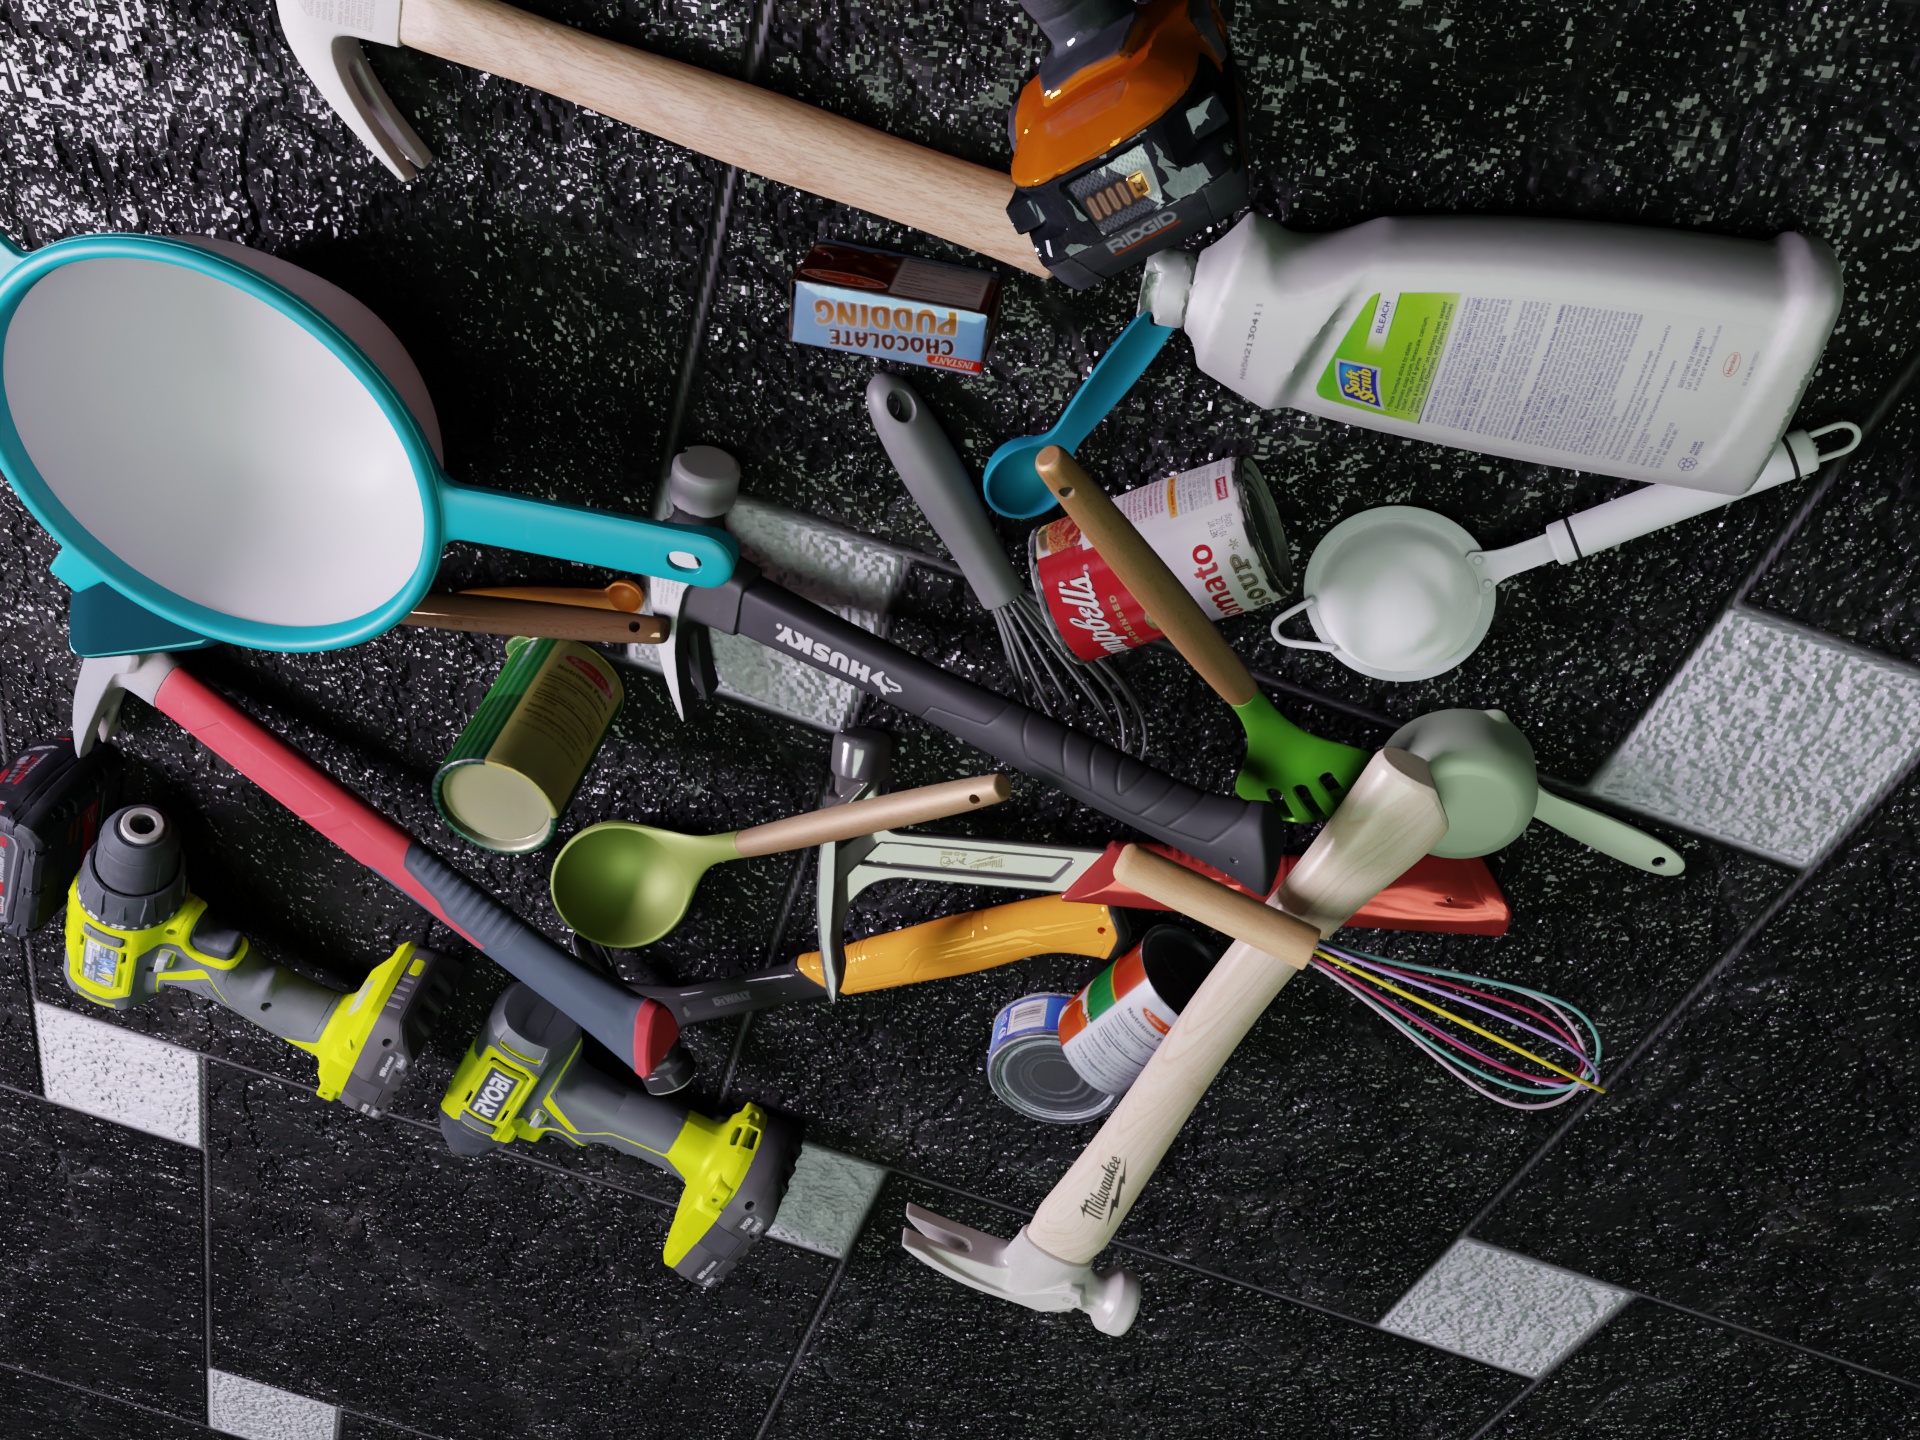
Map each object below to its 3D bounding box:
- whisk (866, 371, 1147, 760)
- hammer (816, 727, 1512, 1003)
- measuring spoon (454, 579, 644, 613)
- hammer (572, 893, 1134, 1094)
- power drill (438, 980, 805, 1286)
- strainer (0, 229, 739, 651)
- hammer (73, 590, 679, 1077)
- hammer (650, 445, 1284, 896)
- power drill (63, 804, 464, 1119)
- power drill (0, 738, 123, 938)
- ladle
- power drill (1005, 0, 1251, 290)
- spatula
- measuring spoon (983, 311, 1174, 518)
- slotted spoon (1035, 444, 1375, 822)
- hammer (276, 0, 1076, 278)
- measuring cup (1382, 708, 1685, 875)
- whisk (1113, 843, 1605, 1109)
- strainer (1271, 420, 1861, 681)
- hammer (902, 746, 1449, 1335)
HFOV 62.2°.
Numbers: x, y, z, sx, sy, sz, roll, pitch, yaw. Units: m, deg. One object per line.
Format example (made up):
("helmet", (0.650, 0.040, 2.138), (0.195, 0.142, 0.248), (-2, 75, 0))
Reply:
("whisk", (0.023, -0.062, 0.755), (0.055, 0.055, 0.238), (-20, 117, 25))
("hammer", (0.103, 0.092, 0.841), (0.359, 0.037, 0.149), (5, 103, 4))
("measuring spoon", (-0.217, -0.064, 0.826), (0.117, 0.011, 0.021), (-1, 129, 17))
("hammer", (-0.063, 0.138, 0.930), (0.337, 0.034, 0.127), (-14, 114, 19))
("power drill", (-0.233, 0.280, 1.061), (0.223, 0.080, 0.171), (31, 127, -8))
("strainer", (-0.261, -0.127, 0.731), (0.340, 0.095, 0.210), (11, 132, 0))
("hammer", (-0.328, 0.082, 0.900), (0.386, 0.038, 0.143), (38, 127, -4))
("hammer", (-0.001, -0.002, 0.761), (0.335, 0.035, 0.146), (26, 132, 10))
("power drill", (-0.434, 0.146, 0.980), (0.228, 0.080, 0.190), (28, 136, -12))
("power drill", (-0.620, 0.013, 0.929), (0.226, 0.080, 0.187), (27, 128, -6))
("ladle", (-0.102, 0.068, 0.827), (0.320, 0.062, 0.078), (-15, 115, 41))
("power drill", (0.014, -0.262, 0.522), (0.084, 0.164, 0.226), (-22, 123, 25))
("spatula", (-0.299, -0.058, 0.805), (0.317, 0.044, 0.082), (5, 87, 13))
("measuring spoon", (0.054, -0.143, 0.704), (0.042, 0.021, 0.128), (19, 124, -36))
("slotted spoon", (0.112, -0.024, 0.704), (0.070, 0.031, 0.313), (-19, 142, 25))
("hammer", (-0.113, -0.247, 0.643), (0.331, 0.031, 0.130), (19, 129, -4))
("measuring cup", (0.288, 0.052, 0.792), (0.167, 0.038, 0.083), (23, 129, -4))
("whisk", (0.186, 0.116, 0.746), (0.245, 0.047, 0.051), (25, 116, 9))
("strainer", (0.257, -0.076, 0.699), (0.258, 0.050, 0.086), (-21, 106, 22))
("hammer", (0.114, 0.174, 0.839), (0.146, 0.038, 0.410), (24, 119, -10))
